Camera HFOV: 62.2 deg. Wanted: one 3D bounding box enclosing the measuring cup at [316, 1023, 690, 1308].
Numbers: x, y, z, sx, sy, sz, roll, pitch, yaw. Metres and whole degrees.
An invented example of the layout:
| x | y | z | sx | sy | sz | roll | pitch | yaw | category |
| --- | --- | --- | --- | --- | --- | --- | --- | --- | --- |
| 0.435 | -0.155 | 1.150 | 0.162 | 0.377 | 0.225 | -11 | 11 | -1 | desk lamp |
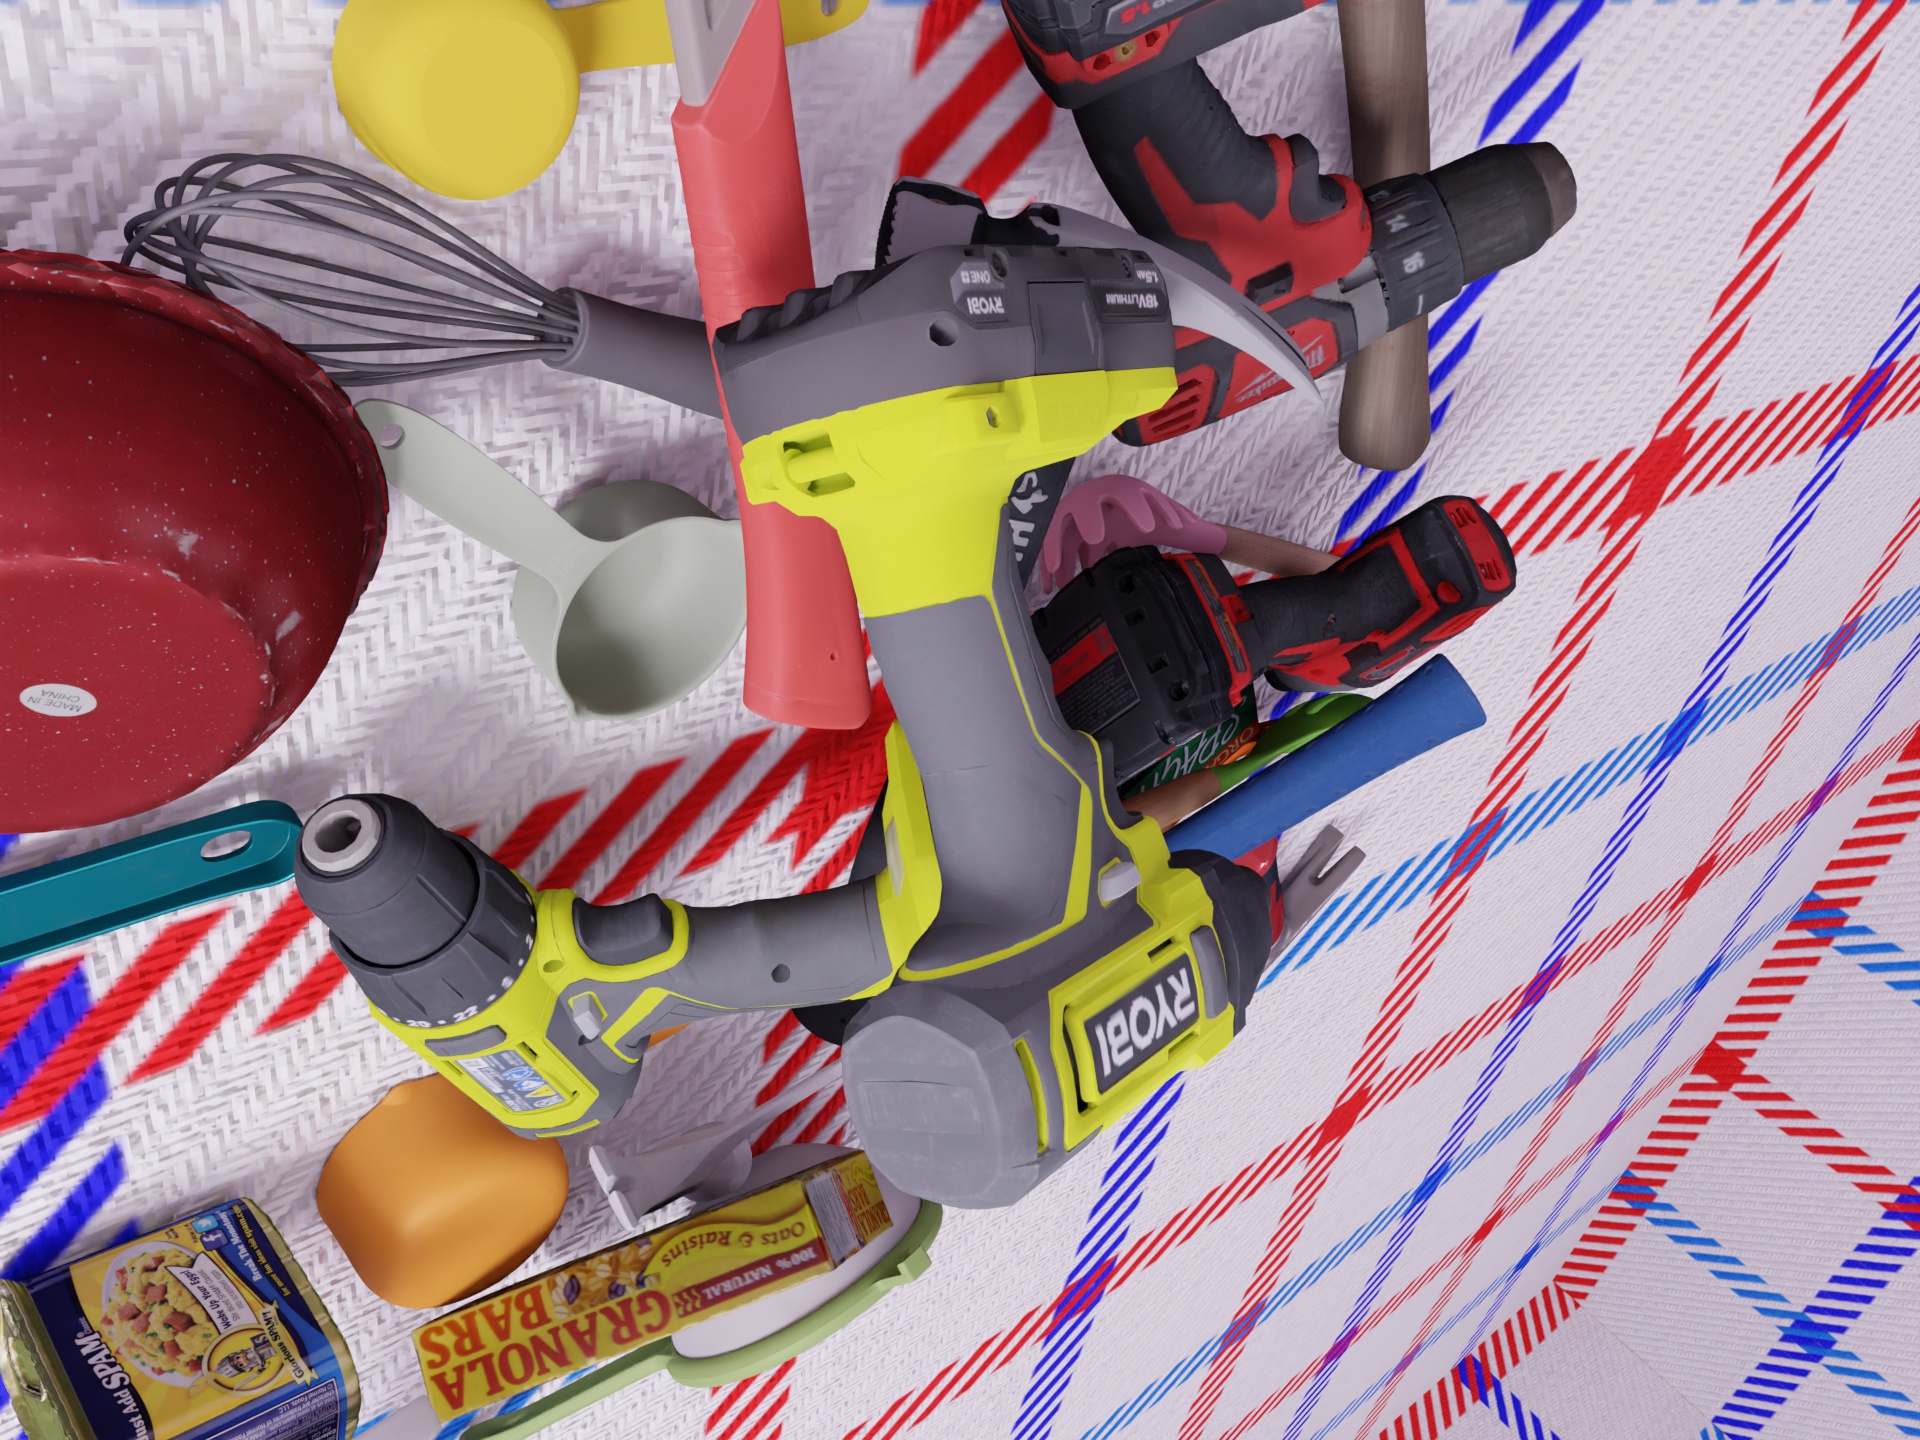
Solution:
| x | y | z | sx | sy | sz | roll | pitch | yaw | category |
| --- | --- | --- | --- | --- | --- | --- | --- | --- | --- |
| -0.163 | 0.168 | 0.637 | 0.173 | 0.052 | 0.095 | -27 | 140 | -26 | measuring cup |

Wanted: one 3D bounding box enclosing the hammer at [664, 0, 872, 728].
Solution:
| x | y | z | sx | sy | sz | roll | pitch | yaw | category |
| --- | --- | --- | --- | --- | --- | --- | --- | --- | --- |
| -0.051 | -0.144 | 0.425 | 0.149 | 0.037 | 0.358 | -43 | 144 | -34 | hammer |

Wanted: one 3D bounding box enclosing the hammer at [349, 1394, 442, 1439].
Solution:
| x | y | z | sx | sy | sz | roll | pitch | yaw | category |
| --- | --- | --- | --- | --- | --- | --- | --- | --- | --- |
| -0.242 | 0.326 | 0.624 | 0.146 | 0.035 | 0.334 | -29 | 162 | -17 | hammer |

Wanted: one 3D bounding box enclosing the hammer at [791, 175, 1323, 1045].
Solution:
| x | y | z | sx | sy | sz | roll | pitch | yaw | category |
| --- | --- | --- | --- | --- | --- | --- | --- | --- | --- |
| -0.001 | -0.002 | 0.613 | 0.149 | 0.036 | 0.408 | 9 | 132 | -12 | hammer |

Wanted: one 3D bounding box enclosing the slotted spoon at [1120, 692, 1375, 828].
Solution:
| x | y | z | sx | sy | sz | roll | pitch | yaw | category |
| --- | --- | --- | --- | --- | --- | --- | --- | --- | --- |
| 0.097 | 0.035 | 0.715 | 0.313 | 0.031 | 0.070 | -21 | 177 | -41 | slotted spoon |

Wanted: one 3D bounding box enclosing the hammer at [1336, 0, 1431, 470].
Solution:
| x | y | z | sx | sy | sz | roll | pitch | yaw | category |
| --- | --- | --- | --- | --- | --- | --- | --- | --- | --- |
| 0.173 | -0.252 | 0.622 | 0.146 | 0.038 | 0.410 | -42 | 146 | -12 | hammer |

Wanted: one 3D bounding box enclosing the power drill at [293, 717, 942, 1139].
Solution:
| x | y | z | sx | sy | sz | roll | pitch | yaw | category |
| --- | --- | --- | --- | --- | --- | --- | --- | --- | --- |
| -0.085 | 0.065 | 0.529 | 0.228 | 0.080 | 0.190 | -13 | 146 | 1 | power drill |

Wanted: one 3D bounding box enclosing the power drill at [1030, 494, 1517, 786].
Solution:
| x | y | z | sx | sy | sz | roll | pitch | yaw | category |
| --- | --- | --- | --- | --- | --- | --- | --- | --- | --- |
| 0.130 | -0.033 | 0.706 | 0.219 | 0.079 | 0.143 | -15 | 166 | -34 | power drill |

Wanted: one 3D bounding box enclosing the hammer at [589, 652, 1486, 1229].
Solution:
| x | y | z | sx | sy | sz | roll | pitch | yaw | category |
| --- | --- | --- | --- | --- | --- | --- | --- | --- | --- |
| 0.028 | 0.094 | 0.648 | 0.405 | 0.035 | 0.144 | -33 | 166 | 7 | hammer |

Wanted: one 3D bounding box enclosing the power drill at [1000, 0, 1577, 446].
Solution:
| x | y | z | sx | sy | sz | roll | pitch | yaw | category |
| --- | --- | --- | --- | --- | --- | --- | --- | --- | --- |
| 0.112 | -0.199 | 0.522 | 0.188 | 0.080 | 0.226 | -23 | 147 | 5 | power drill |

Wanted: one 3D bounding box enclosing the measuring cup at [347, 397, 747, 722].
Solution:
| x | y | z | sx | sy | sz | roll | pitch | yaw | category |
| --- | --- | --- | --- | --- | --- | --- | --- | --- | --- |
| -0.125 | -0.056 | 0.471 | 0.083 | 0.038 | 0.167 | -50 | 147 | 0 | measuring cup |

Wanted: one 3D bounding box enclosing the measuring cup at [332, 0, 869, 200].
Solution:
| x | y | z | sx | sy | sz | roll | pitch | yaw | category |
| --- | --- | --- | --- | --- | --- | --- | --- | --- | --- |
| -0.082 | -0.175 | 0.414 | 0.156 | 0.029 | 0.062 | -25 | 139 | -29 | measuring cup |

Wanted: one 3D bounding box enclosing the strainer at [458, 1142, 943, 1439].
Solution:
| x | y | z | sx | sy | sz | roll | pitch | yaw | category |
| --- | --- | --- | --- | --- | --- | --- | --- | --- | --- |
| -0.135 | 0.271 | 0.768 | 0.256 | 0.069 | 0.151 | -27 | -177 | -2 | strainer |

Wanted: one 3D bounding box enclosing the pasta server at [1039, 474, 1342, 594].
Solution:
| x | y | z | sx | sy | sz | roll | pitch | yaw | category |
| --- | --- | --- | --- | --- | --- | --- | --- | --- | --- |
| 0.135 | -0.075 | 0.750 | 0.060 | 0.040 | 0.316 | -30 | 160 | 33 | pasta server |

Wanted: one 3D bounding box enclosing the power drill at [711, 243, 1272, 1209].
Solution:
| x | y | z | sx | sy | sz | roll | pitch | yaw | category |
| --- | --- | --- | --- | --- | --- | --- | --- | --- | --- |
| 0.023 | -0.007 | 0.433 | 0.171 | 0.080 | 0.223 | -20 | 100 | -51 | power drill |

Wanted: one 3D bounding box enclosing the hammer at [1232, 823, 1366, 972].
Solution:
| x | y | z | sx | sy | sz | roll | pitch | yaw | category |
| --- | --- | --- | --- | --- | --- | --- | --- | --- | --- |
| 0.169 | 0.085 | 0.861 | 0.143 | 0.038 | 0.386 | -48 | 161 | -3 | hammer |

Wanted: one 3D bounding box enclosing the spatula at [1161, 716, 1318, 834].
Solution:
| x | y | z | sx | sy | sz | roll | pitch | yaw | category |
| --- | --- | --- | --- | --- | --- | --- | --- | --- | --- |
| 0.094 | 0.073 | 0.840 | 0.322 | 0.081 | 0.041 | -37 | 105 | -11 | spatula |

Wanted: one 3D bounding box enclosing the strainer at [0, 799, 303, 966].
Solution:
| x | y | z | sx | sy | sz | roll | pitch | yaw | category |
| --- | --- | --- | --- | --- | --- | --- | --- | --- | --- |
| -0.311 | 0.101 | 0.369 | 0.340 | 0.095 | 0.210 | -20 | 136 | -34 | strainer |

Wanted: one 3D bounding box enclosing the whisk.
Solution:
| x | y | z | sx | sy | sz | roll | pitch | yaw | category |
| --- | --- | --- | --- | --- | --- | --- | --- | --- | --- |
| -0.111 | -0.105 | 0.440 | 0.238 | 0.055 | 0.055 | 1 | 123 | -54 | whisk |
